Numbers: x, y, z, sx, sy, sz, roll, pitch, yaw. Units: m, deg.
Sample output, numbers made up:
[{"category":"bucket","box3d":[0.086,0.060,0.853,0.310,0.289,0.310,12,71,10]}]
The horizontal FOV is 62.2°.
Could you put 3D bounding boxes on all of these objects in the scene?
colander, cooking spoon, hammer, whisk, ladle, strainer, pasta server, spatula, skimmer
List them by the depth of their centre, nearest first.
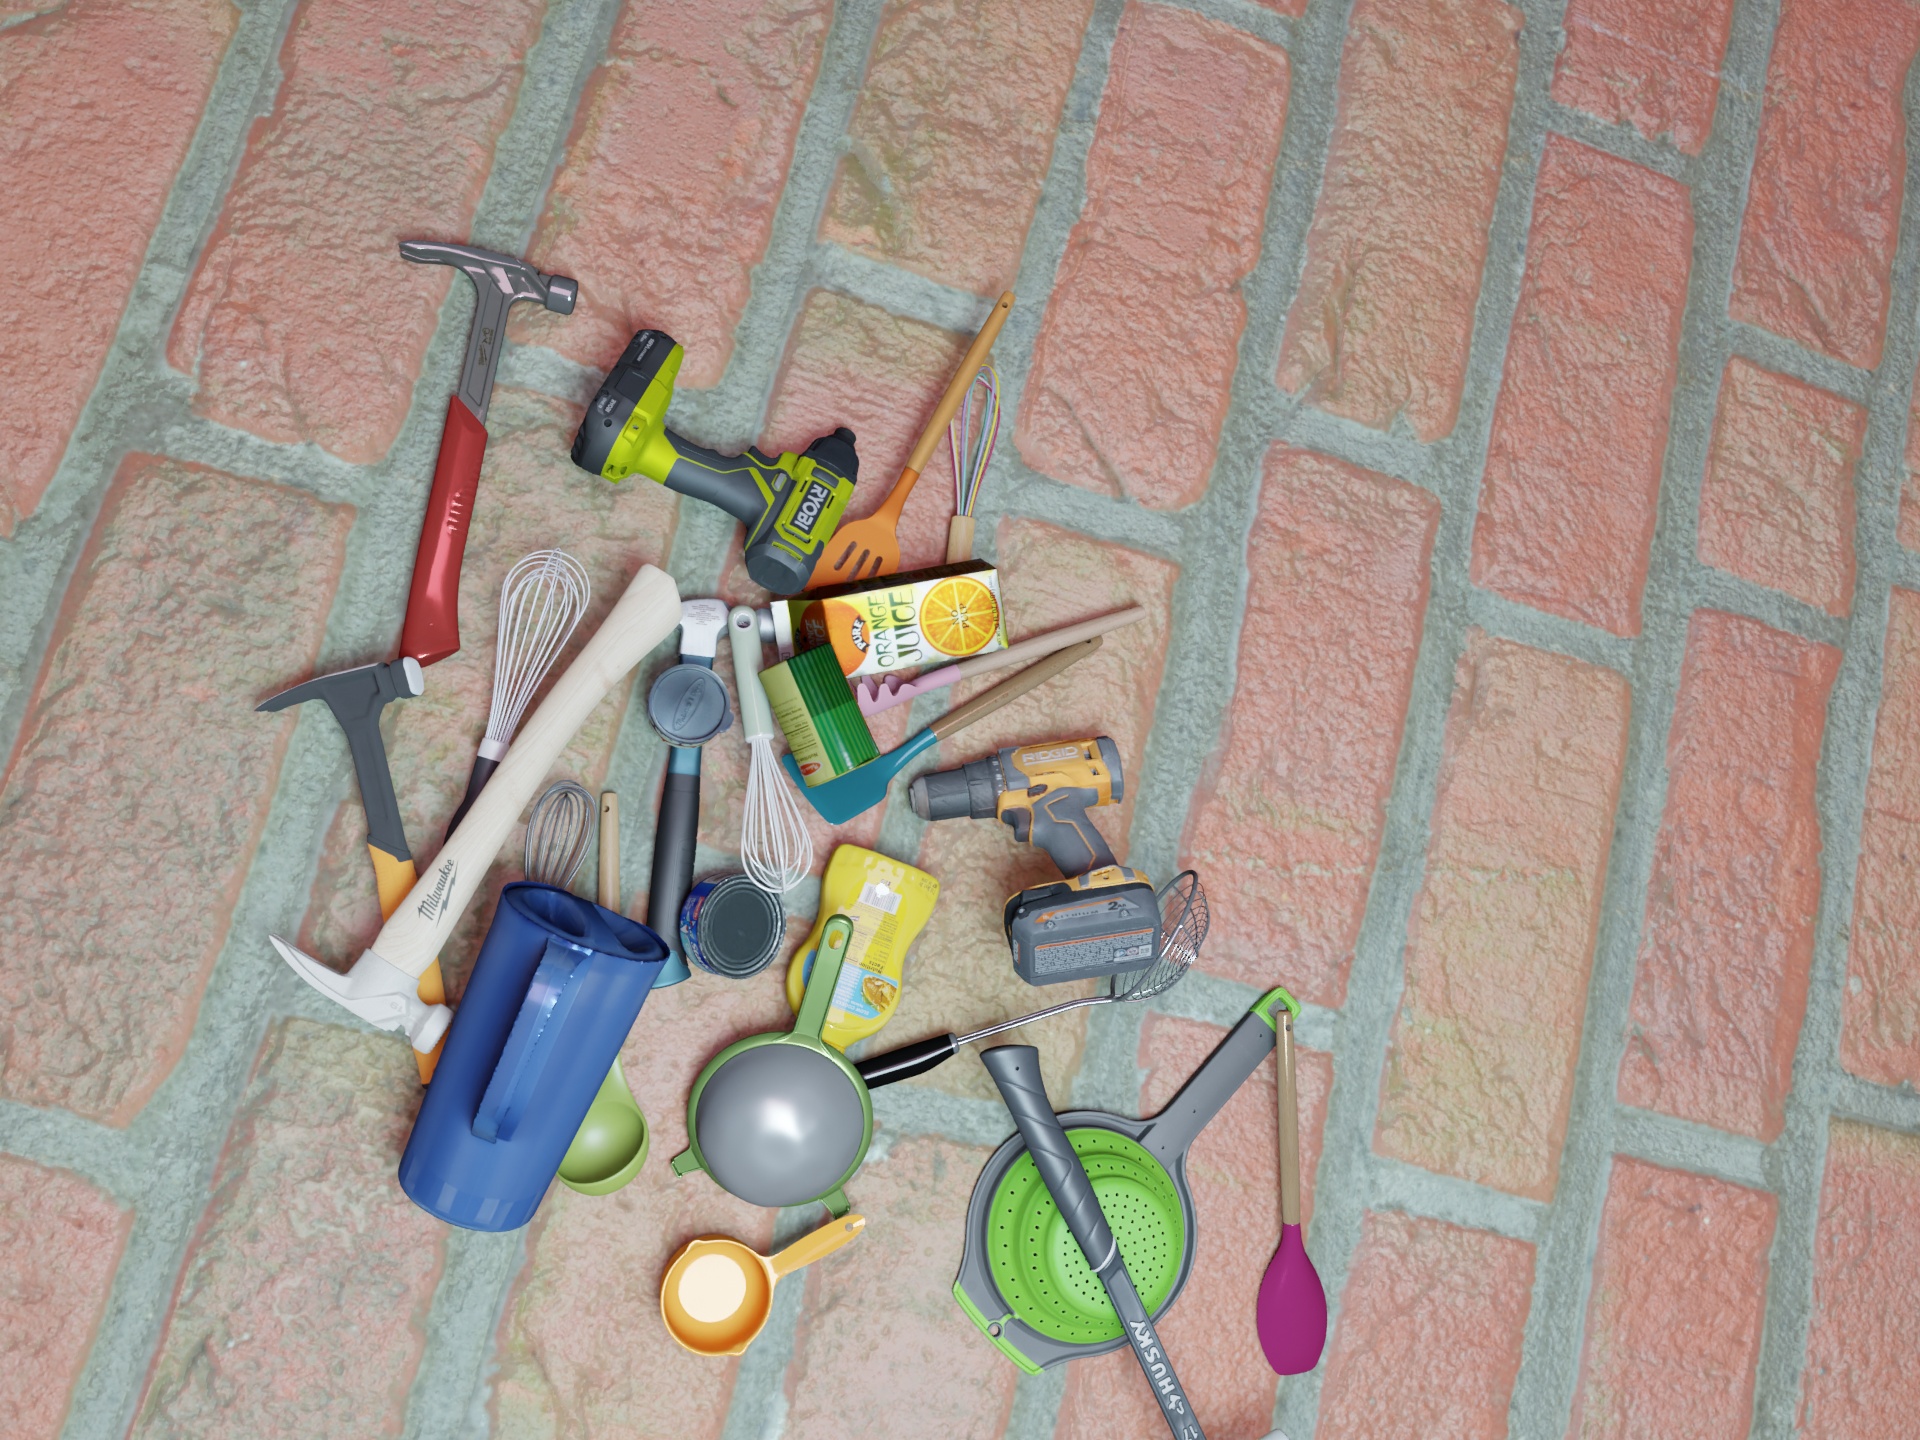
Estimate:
[{"category":"hammer","box3d":[-0.357,0.045,1.240,0.146,0.038,0.411,35,76,-11]},{"category":"strainer","box3d":[-0.129,0.279,1.252,0.151,0.069,0.256,17,100,-4]},{"category":"hammer","box3d":[-0.452,0.126,1.252,0.127,0.034,0.337,-14,88,2]},{"category":"hammer","box3d":[0.117,0.441,1.253,0.149,0.036,0.409,-26,88,-14]},{"category":"ladle","box3d":[-0.287,0.215,1.278,0.078,0.062,0.320,-5,78,11]},{"category":"whisk","box3d":[-0.343,0.164,1.279,0.055,0.055,0.239,16,82,-11]},{"category":"whisk","box3d":[-0.370,-0.007,1.293,0.070,0.070,0.285,18,82,-11]},{"category":"whisk","box3d":[-0.164,0.023,1.313,0.058,0.059,0.246,-8,78,-11]},{"category":"hammer","box3d":[-0.425,-0.222,1.324,0.149,0.036,0.359,11,78,-12]},{"category":"hammer","box3d":[-0.231,0.059,1.328,0.128,0.033,0.331,7,79,-14]},{"category":"skimmer","box3d":[0.043,0.225,1.342,0.363,0.127,0.090,-18,91,-6]},{"category":"colander","box3d":[0.169,0.376,1.343,0.204,0.094,0.397,47,74,-3]},{"category":"cooking spoon","box3d":[0.288,0.412,1.388,0.068,0.017,0.319,-2,90,-17]},{"category":"spatula","box3d":[-0.002,-0.004,1.390,0.317,0.044,0.082,-30,62,-18]},{"category":"pasta server","box3d":[0.021,-0.058,1.401,0.316,0.060,0.040,-18,108,-16]},{"category":"spatula","box3d":[-0.033,-0.238,1.402,0.081,0.041,0.322,29,82,-7]},{"category":"whisk","box3d":[0.003,-0.202,1.431,0.047,0.051,0.245,6,83,8]}]

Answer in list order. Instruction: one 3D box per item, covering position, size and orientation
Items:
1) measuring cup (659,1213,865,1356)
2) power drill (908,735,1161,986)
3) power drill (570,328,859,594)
[{"category":"measuring cup","box3d":[-0.159,0.438,1.275,0.173,0.052,0.095,-23,87,-18]},{"category":"power drill","box3d":[0.060,0.108,1.321,0.185,0.084,0.226,-8,43,-5]},{"category":"power drill","box3d":[-0.200,-0.227,1.355,0.223,0.080,0.171,29,58,-11]}]
